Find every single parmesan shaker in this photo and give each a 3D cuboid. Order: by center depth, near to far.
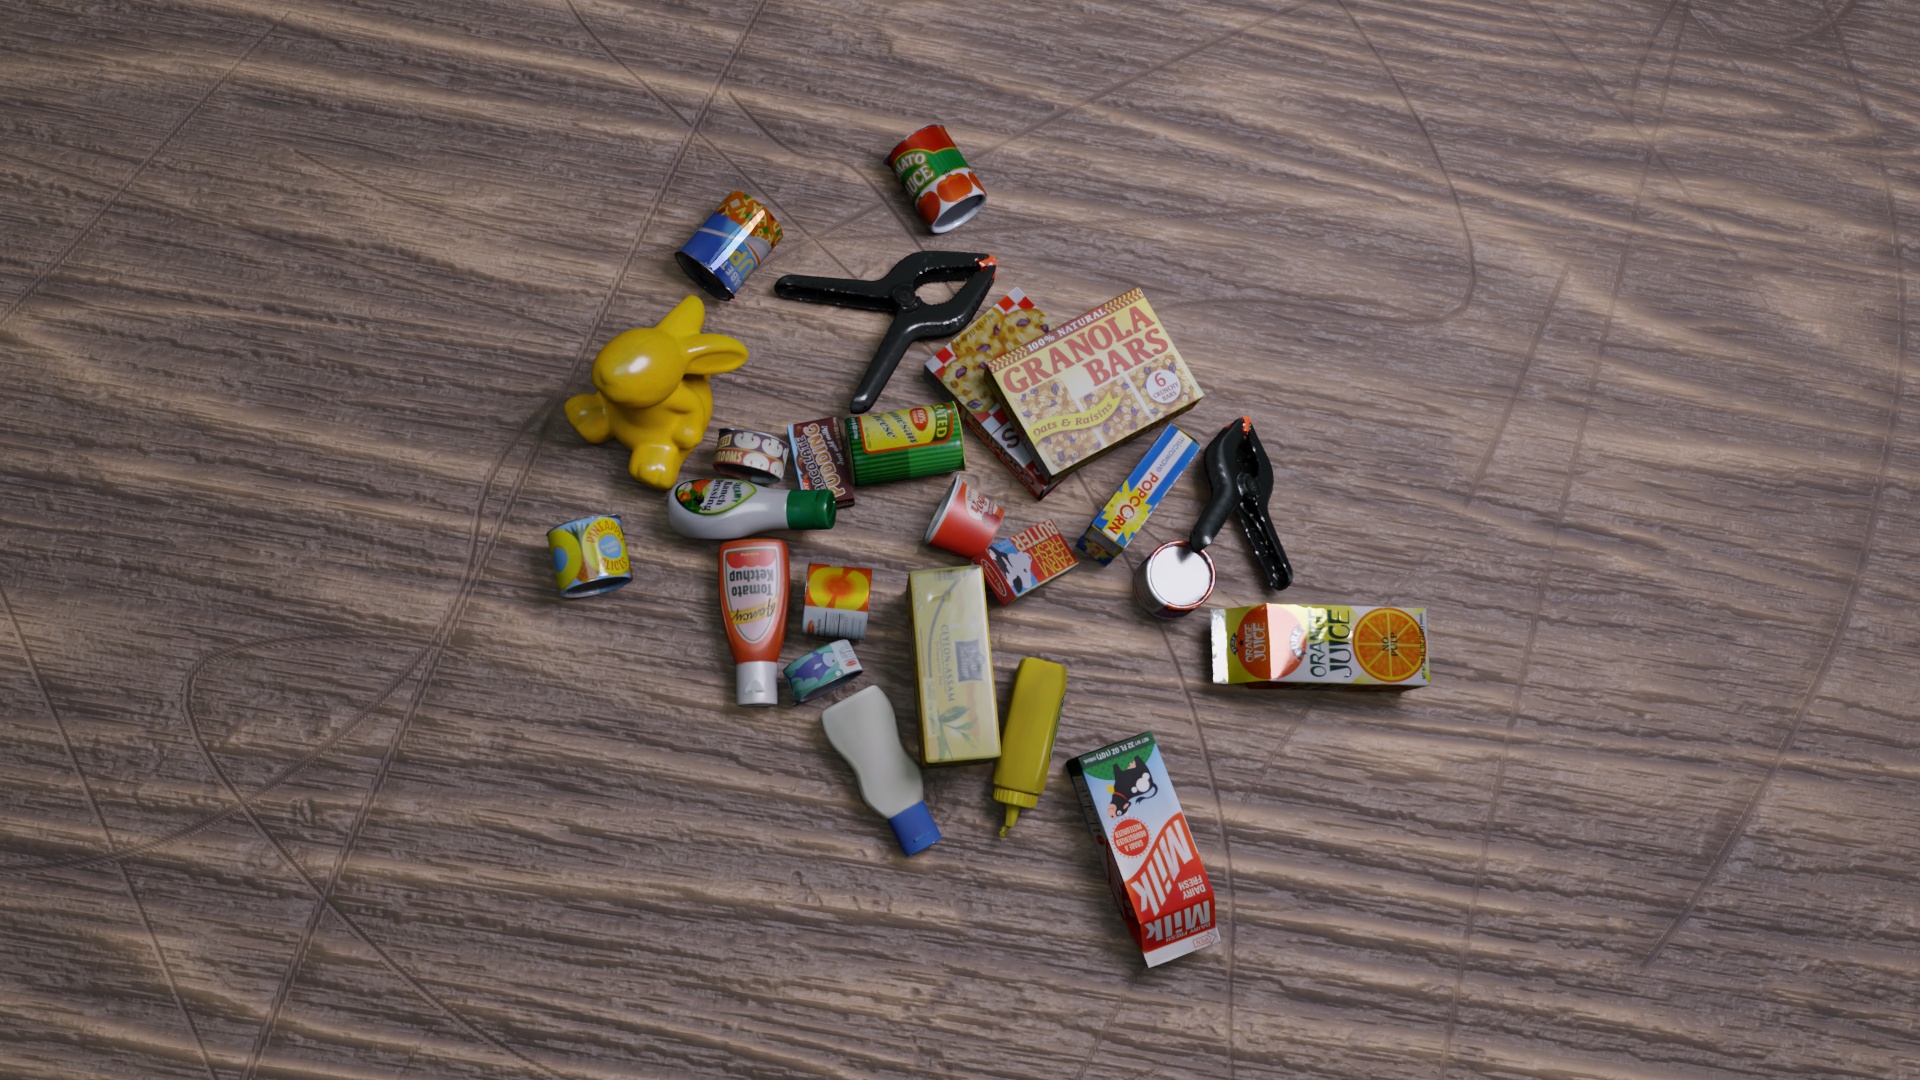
[{"bbox_3d":[-0.052,-0.087,1.289,0.103,0.071,0.071,-9,78,-7],"label":"parmesan shaker"}]

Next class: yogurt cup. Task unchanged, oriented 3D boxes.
[{"bbox_3d":[0.005,-0.016,1.282,0.054,0.072,0.072,28,76,-6],"label":"yogurt cup"}]

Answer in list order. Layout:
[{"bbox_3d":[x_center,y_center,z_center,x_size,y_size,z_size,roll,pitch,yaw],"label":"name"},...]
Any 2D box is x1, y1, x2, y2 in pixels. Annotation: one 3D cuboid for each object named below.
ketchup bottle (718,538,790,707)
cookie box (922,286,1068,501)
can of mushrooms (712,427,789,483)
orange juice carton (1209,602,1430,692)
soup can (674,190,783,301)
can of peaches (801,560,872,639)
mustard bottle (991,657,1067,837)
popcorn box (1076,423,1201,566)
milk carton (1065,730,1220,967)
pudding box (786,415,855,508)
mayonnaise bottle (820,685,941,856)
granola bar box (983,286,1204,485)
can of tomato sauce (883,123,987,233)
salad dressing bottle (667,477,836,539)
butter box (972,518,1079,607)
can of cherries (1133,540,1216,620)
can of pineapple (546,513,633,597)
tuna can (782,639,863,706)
[{"bbox_3d":[-0.185,0.075,1.253,0.065,0.043,0.149,-3,78,-1],"label":"ketchup bottle"},{"bbox_3d":[0.065,-0.140,1.328,0.123,0.040,0.167,-41,82,-13],"label":"cookie box"},{"bbox_3d":[-0.194,-0.077,1.275,0.071,0.071,0.033,11,78,-2],"label":"can of mushrooms"},{"bbox_3d":[0.325,0.099,1.276,0.193,0.073,0.072,2,77,-4],"label":"orange juice carton"},{"bbox_3d":[-0.217,-0.279,1.322,0.071,0.071,0.084,37,76,4],"label":"soup can"},{"bbox_3d":[-0.111,0.053,1.253,0.058,0.071,0.071,6,77,-3],"label":"can of peaches"},{"bbox_3d":[0.058,0.186,1.240,0.049,0.065,0.160,12,82,3],"label":"mustard bottle"},{"bbox_3d":[0.165,-0.042,1.289,0.038,0.085,0.127,38,76,3],"label":"popcorn box"},{"bbox_3d":[0.163,0.271,1.221,0.072,0.073,0.191,-18,79,-9],"label":"milk carton"},{"bbox_3d":[-0.130,-0.070,1.299,0.050,0.030,0.084,-11,78,-6],"label":"pudding box"},{"bbox_3d":[-0.067,0.206,1.234,0.065,0.041,0.148,-27,82,-9],"label":"mayonnaise bottle"},{"bbox_3d":[0.123,-0.144,1.291,0.166,0.039,0.124,-28,81,-11],"label":"granola bar box"},{"bbox_3d":[-0.024,-0.352,1.355,0.071,0.071,0.083,-30,82,-11],"label":"can of tomato sauce"},{"bbox_3d":[-0.188,-0.029,1.258,0.148,0.043,0.064,1,40,9],"label":"salad dressing bottle"},{"bbox_3d":[0.061,0.019,1.269,0.104,0.024,0.053,-25,79,-48],"label":"butter box"},{"bbox_3d":[0.200,0.036,1.288,0.071,0.058,0.071,1,77,-4],"label":"can of cherries"},{"bbox_3d":[-0.330,0.014,1.242,0.071,0.071,0.058,-14,80,-8],"label":"can of pineapple"},{"bbox_3d":[-0.125,0.118,1.237,0.071,0.071,0.033,-25,80,-10],"label":"tuna can"}]
